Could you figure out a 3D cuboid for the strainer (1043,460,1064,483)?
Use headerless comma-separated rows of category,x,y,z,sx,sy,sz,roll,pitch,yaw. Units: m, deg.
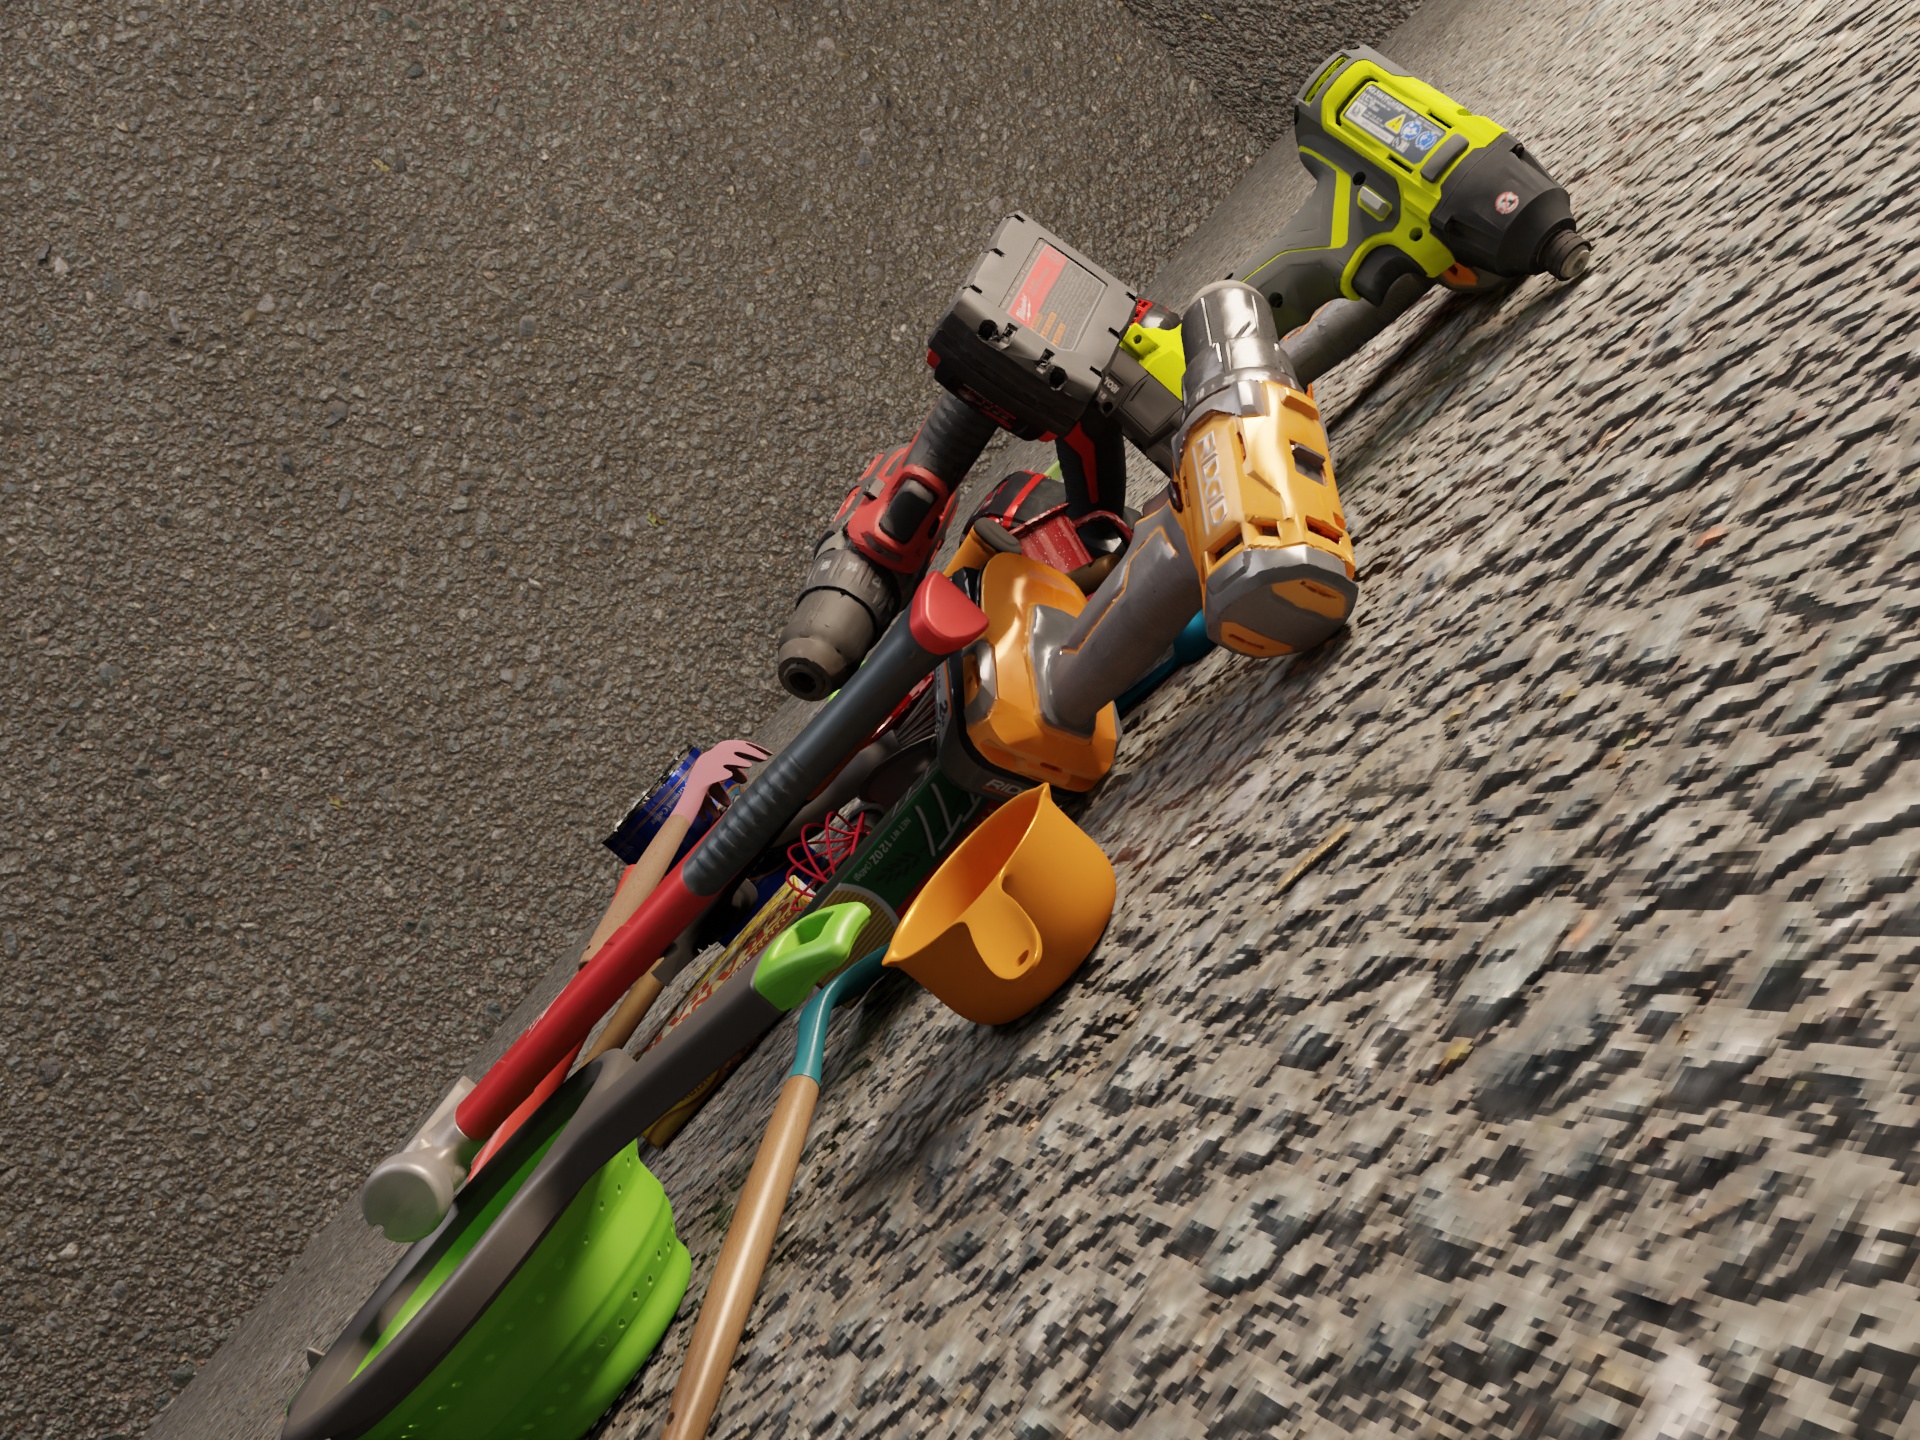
strainer,0.046,-0.114,1.269,0.256,0.069,0.151,-49,11,-6

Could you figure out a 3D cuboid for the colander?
colander,-0.135,0.204,0.647,0.397,0.094,0.205,-42,9,33

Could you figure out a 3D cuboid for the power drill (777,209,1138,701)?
power drill,-0.015,-0.123,0.806,0.226,0.080,0.188,-49,12,44

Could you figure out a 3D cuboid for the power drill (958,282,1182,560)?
power drill,0.060,-0.186,1.033,0.079,0.143,0.219,-55,-21,-39

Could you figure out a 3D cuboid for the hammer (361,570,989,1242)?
hammer,-0.130,0.080,0.762,0.386,0.038,0.143,-47,6,5

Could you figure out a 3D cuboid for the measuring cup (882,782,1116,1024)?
measuring cup,0.025,0.081,0.578,0.095,0.052,0.174,-48,11,0

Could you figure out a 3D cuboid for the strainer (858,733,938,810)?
strainer,-0.001,-0.003,0.923,0.087,0.050,0.258,-15,-31,-28

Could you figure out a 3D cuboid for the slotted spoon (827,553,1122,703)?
slotted spoon,0.003,-0.046,0.955,0.314,0.031,0.070,-24,30,57

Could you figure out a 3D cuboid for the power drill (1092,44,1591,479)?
power drill,0.182,-0.204,0.791,0.223,0.171,0.080,-48,-33,14

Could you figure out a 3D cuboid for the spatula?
spatula,-0.064,0.179,0.675,0.082,0.044,0.318,-43,15,28

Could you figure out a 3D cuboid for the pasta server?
pasta server,-0.179,0.081,1.003,0.060,0.040,0.316,-49,9,20

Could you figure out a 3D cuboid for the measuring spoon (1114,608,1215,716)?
measuring spoon,0.091,-0.026,0.814,0.128,0.021,0.042,-41,11,31

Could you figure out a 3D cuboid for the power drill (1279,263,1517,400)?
power drill,0.233,-0.246,0.921,0.226,0.084,0.164,-36,13,34

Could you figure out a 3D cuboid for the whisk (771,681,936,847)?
whisk,-0.042,0.014,1.066,0.239,0.055,0.055,-35,10,7

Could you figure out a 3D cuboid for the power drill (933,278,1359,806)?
power drill,0.078,-0.079,0.732,0.226,0.084,0.186,-39,43,43

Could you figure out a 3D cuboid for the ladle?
ladle,-0.170,0.141,1.067,0.078,0.062,0.320,98,-164,-45

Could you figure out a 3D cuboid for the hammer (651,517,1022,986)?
hammer,-0.077,0.019,0.937,0.336,0.034,0.127,-51,-5,21

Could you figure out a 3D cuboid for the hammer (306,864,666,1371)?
hammer,-0.268,0.238,0.962,0.149,0.037,0.359,95,-165,-56

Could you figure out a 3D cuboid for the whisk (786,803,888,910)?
whisk,-0.065,0.080,1.006,0.073,0.073,0.296,-47,3,4
